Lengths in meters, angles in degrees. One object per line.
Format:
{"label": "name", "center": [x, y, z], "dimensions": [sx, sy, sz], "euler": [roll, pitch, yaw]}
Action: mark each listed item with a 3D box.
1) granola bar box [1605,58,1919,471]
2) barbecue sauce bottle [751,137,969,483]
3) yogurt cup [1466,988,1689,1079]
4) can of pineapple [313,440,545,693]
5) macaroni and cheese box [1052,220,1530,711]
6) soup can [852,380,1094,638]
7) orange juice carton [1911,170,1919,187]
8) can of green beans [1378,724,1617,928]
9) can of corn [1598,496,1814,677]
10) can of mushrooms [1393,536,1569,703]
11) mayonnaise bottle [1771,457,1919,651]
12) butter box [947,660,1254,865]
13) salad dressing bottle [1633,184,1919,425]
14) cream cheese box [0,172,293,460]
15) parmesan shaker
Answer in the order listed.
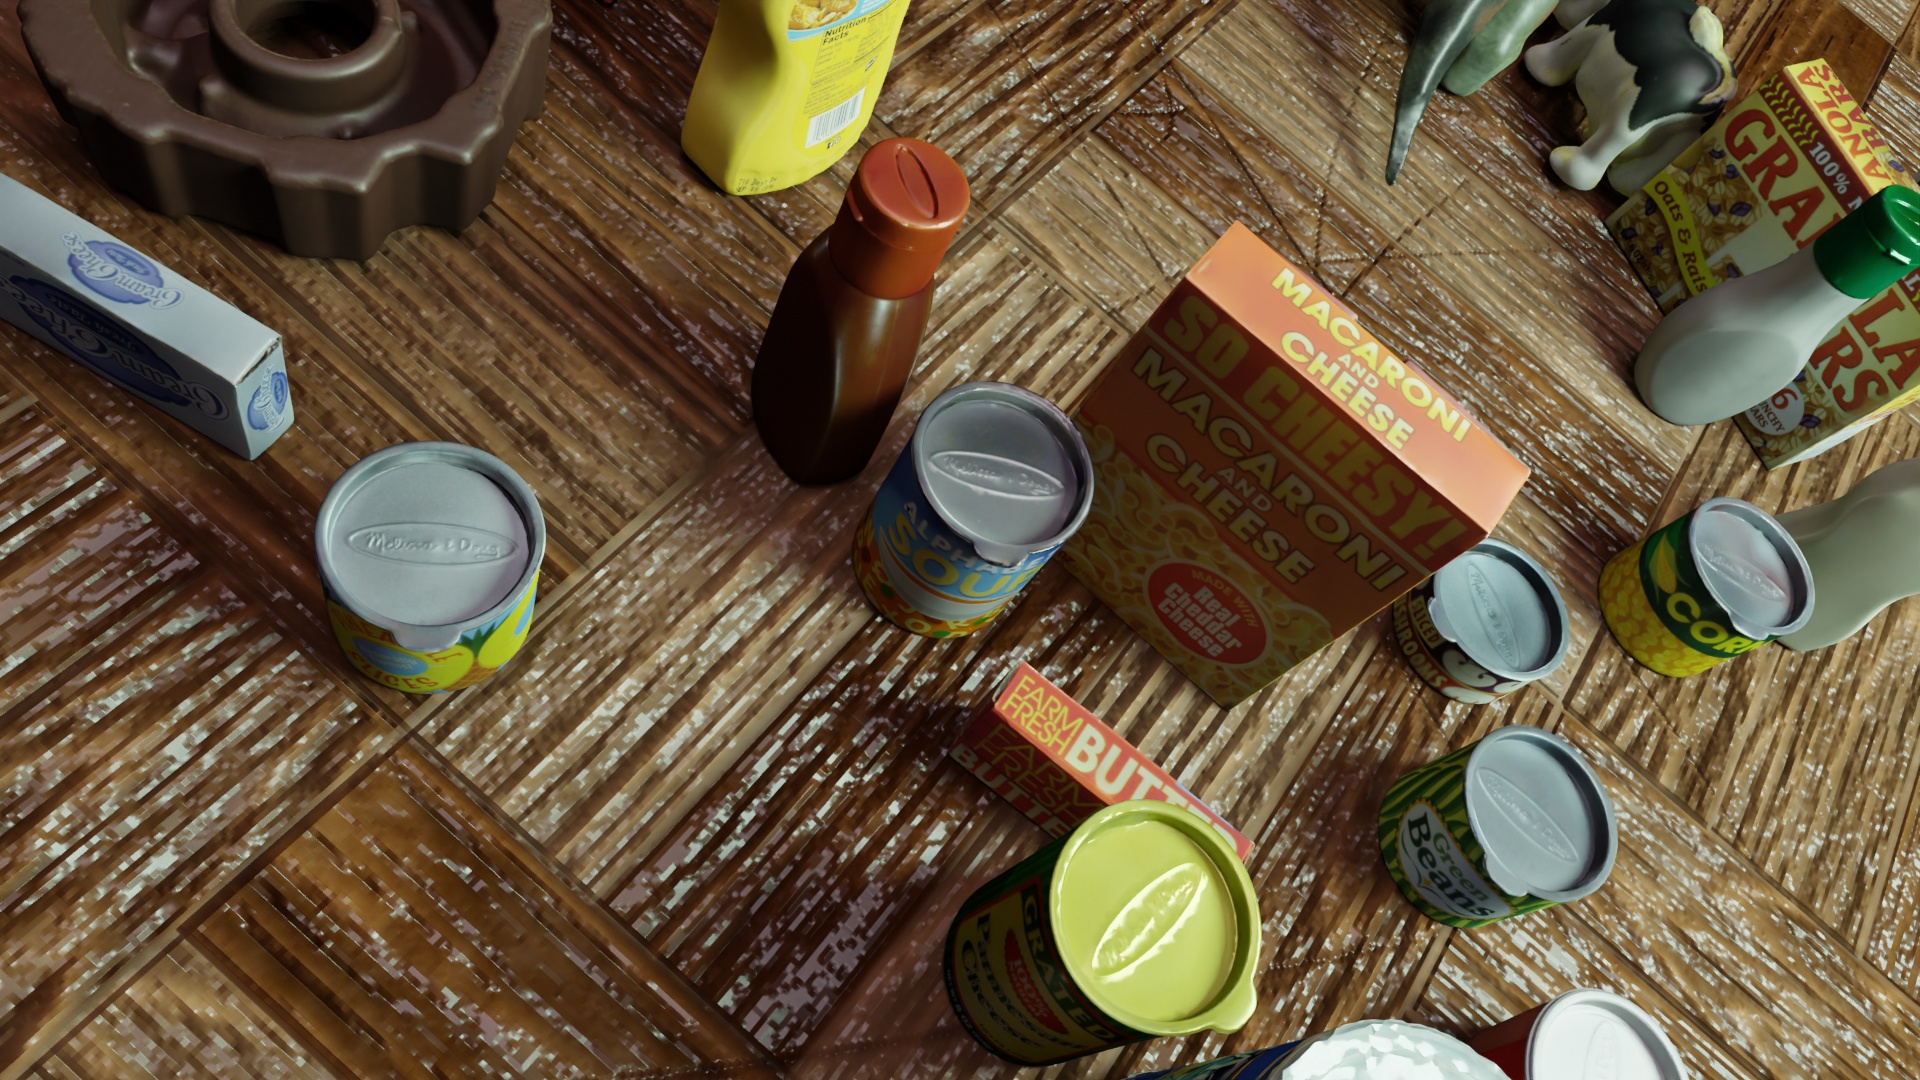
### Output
{"label": "granola bar box", "center": [0.423, -0.136, 0.703], "dimensions": [0.039, 0.123, 0.166], "euler": [-16, 71, -26]}
{"label": "barbecue sauce bottle", "center": [-0.037, -0.079, 0.488], "dimensions": [0.044, 0.147, 0.065], "euler": [-12, 70, -25]}
{"label": "yogurt cup", "center": [0.216, 0.199, 0.497], "dimensions": [0.072, 0.053, 0.072], "euler": [9, 62, -16]}
{"label": "can of pineapple", "center": [-0.170, 0.011, 0.446], "dimensions": [0.071, 0.057, 0.071], "euler": [9, 62, -16]}
{"label": "macaroni and cheese box", "center": [0.098, -0.018, 0.497], "dimensions": [0.124, 0.165, 0.040], "euler": [41, 58, 3]}
{"label": "soup can", "center": [0.002, -0.006, 0.504], "dimensions": [0.071, 0.083, 0.071], "euler": [9, 62, -16]}
{"label": "orange juice carton", "center": [0.524, -0.154, 0.710], "dimensions": [0.073, 0.191, 0.072], "euler": [30, 58, -4]}
{"label": "can of green beans", "center": [0.205, 0.111, 0.535], "dimensions": [0.071, 0.057, 0.071], "euler": [9, 62, -16]}
{"label": "can of corn", "center": [0.335, 0.024, 0.627], "dimensions": [0.071, 0.058, 0.071], "euler": [9, 62, -16]}
{"label": "can of mushrooms", "center": [0.220, 0.034, 0.594], "dimensions": [0.071, 0.033, 0.071], "euler": [9, 62, -16]}
{"label": "mayonnaise bottle", "center": [0.416, -0.003, 0.619], "dimensions": [0.065, 0.147, 0.041], "euler": [46, 59, 6]}
{"label": "butter box", "center": [0.047, 0.090, 0.490], "dimensions": [0.103, 0.053, 0.024], "euler": [38, 58, 1]}
{"label": "salad dressing bottle", "center": [0.392, -0.109, 0.664], "dimensions": [0.064, 0.147, 0.044], "euler": [27, 59, -6]}
{"label": "cream cheese box", "center": [-0.271, -0.071, 0.453], "dimensions": [0.104, 0.053, 0.024], "euler": [31, 58, -4]}
{"label": "parmesan shaker", "center": [0.042, 0.130, 0.438], "dimensions": [0.071, 0.102, 0.071], "euler": [9, 62, -16]}
